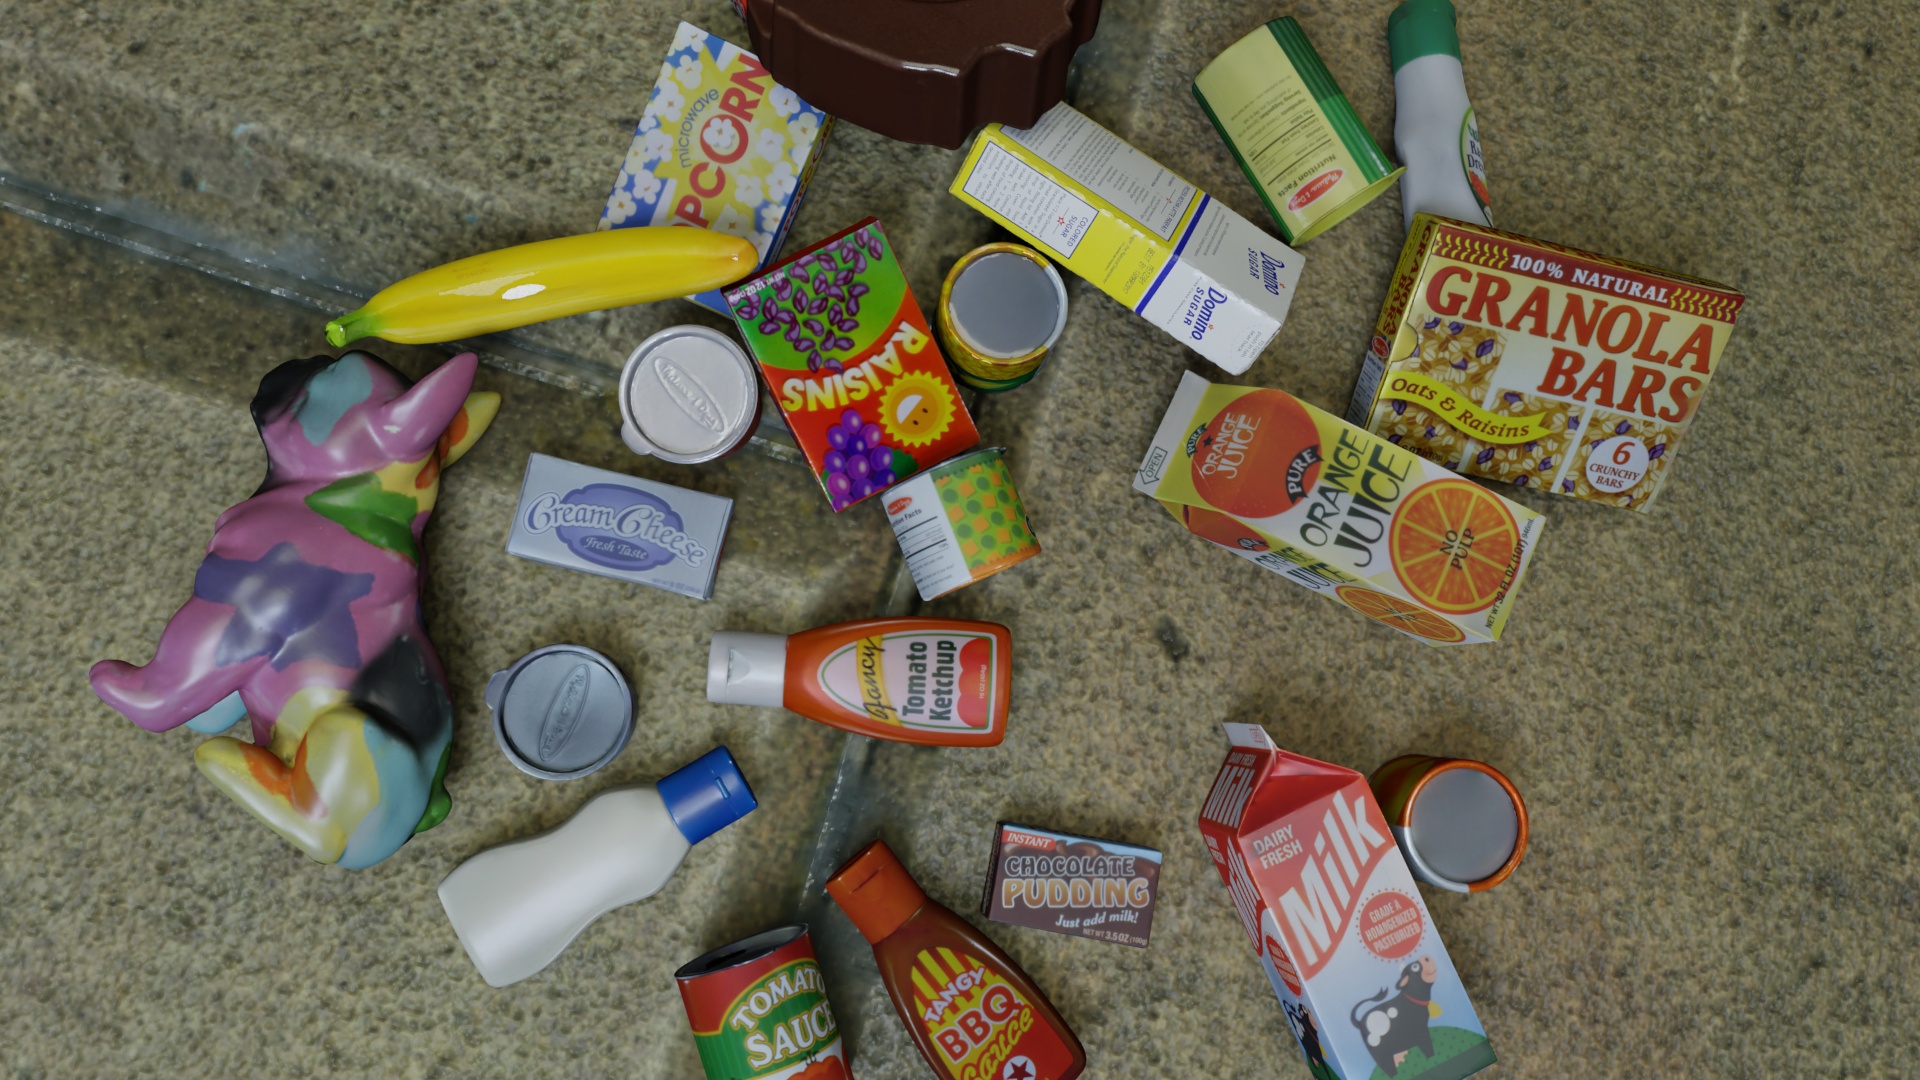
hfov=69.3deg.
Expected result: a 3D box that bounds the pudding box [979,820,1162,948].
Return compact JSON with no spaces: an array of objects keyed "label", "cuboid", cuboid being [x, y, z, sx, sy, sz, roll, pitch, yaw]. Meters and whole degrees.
[{"label":"pudding box","cuboid":[0.056,0.173,0.700,0.084,0.030,0.050,12,81,-5]}]

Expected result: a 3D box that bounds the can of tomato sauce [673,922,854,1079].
[{"label":"can of tomato sauce","cuboid":[-0.090,0.233,0.657,0.071,0.071,0.083,-18,86,-8]}]

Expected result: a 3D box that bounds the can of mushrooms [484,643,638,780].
[{"label":"can of mushrooms","cuboid":[-0.196,0.083,0.684,0.071,0.033,0.071,1,83,-6]}]

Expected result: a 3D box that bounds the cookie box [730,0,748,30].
[{"label":"cookie box","cuboid":[-0.044,-0.321,0.749,0.168,0.040,0.123,-31,87,-9]}]

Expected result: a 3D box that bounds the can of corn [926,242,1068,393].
[{"label":"can of corn","cuboid":[0.017,-0.114,0.720,0.071,0.058,0.071,1,83,-6]}]

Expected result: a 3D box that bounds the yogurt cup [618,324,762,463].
[{"label":"yogurt cup","cuboid":[-0.131,-0.070,0.697,0.072,0.054,0.072,0,88,2]}]

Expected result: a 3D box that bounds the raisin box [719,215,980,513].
[{"label":"raisin box","cuboid":[-0.055,-0.088,0.696,0.086,0.040,0.123,-27,108,-5]}]

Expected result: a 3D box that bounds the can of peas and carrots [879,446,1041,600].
[{"label":"can of peas and carrots","cuboid":[0.003,-0.009,0.701,0.071,0.071,0.059,-22,86,-8]}]

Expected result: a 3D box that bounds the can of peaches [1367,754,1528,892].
[{"label":"can of peaches","cuboid":[0.248,0.142,0.710,0.071,0.058,0.071,1,83,-5]}]

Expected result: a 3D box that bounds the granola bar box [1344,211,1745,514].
[{"label":"granola bar box","cuboid":[0.302,-0.092,0.728,0.166,0.039,0.123,12,112,-4]}]

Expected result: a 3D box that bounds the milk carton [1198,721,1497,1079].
[{"label":"milk carton","cuboid":[0.180,0.178,0.691,0.073,0.072,0.190,-24,85,-8]}]

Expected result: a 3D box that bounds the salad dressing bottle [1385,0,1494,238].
[{"label":"salad dressing bottle","cuboid":[0.261,-0.225,0.762,0.044,0.064,0.148,-11,74,30]}]

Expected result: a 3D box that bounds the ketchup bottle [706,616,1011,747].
[{"label":"ketchup bottle","cuboid":[-0.050,0.068,0.697,0.149,0.043,0.065,4,83,-5]}]

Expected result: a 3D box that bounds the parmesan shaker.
[{"label":"parmesan shaker","cuboid":[0.181,-0.221,0.745,0.071,0.071,0.103,-31,86,-9]}]

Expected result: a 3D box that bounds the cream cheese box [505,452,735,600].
[{"label":"cream cheese box","cuboid":[-0.171,-0.006,0.703,0.104,0.024,0.053,13,81,-4]}]

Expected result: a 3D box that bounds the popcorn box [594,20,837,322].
[{"label":"popcorn box","cuboid":[-0.124,-0.185,0.706,0.085,0.038,0.126,25,100,-1]}]

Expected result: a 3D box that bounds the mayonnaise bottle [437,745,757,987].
[{"label":"mayonnaise bottle","cuboid":[-0.171,0.152,0.675,0.148,0.041,0.065,-29,88,-10]}]

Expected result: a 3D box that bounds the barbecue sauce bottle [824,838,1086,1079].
[{"label":"barbecue sauce bottle","cuboid":[-0.007,0.215,0.681,0.065,0.043,0.148,-39,88,-8]}]

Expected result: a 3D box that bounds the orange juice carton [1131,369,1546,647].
[{"label":"orange juice carton","cuboid":[0.189,-0.017,0.718,0.193,0.073,0.072,25,81,-2]}]
